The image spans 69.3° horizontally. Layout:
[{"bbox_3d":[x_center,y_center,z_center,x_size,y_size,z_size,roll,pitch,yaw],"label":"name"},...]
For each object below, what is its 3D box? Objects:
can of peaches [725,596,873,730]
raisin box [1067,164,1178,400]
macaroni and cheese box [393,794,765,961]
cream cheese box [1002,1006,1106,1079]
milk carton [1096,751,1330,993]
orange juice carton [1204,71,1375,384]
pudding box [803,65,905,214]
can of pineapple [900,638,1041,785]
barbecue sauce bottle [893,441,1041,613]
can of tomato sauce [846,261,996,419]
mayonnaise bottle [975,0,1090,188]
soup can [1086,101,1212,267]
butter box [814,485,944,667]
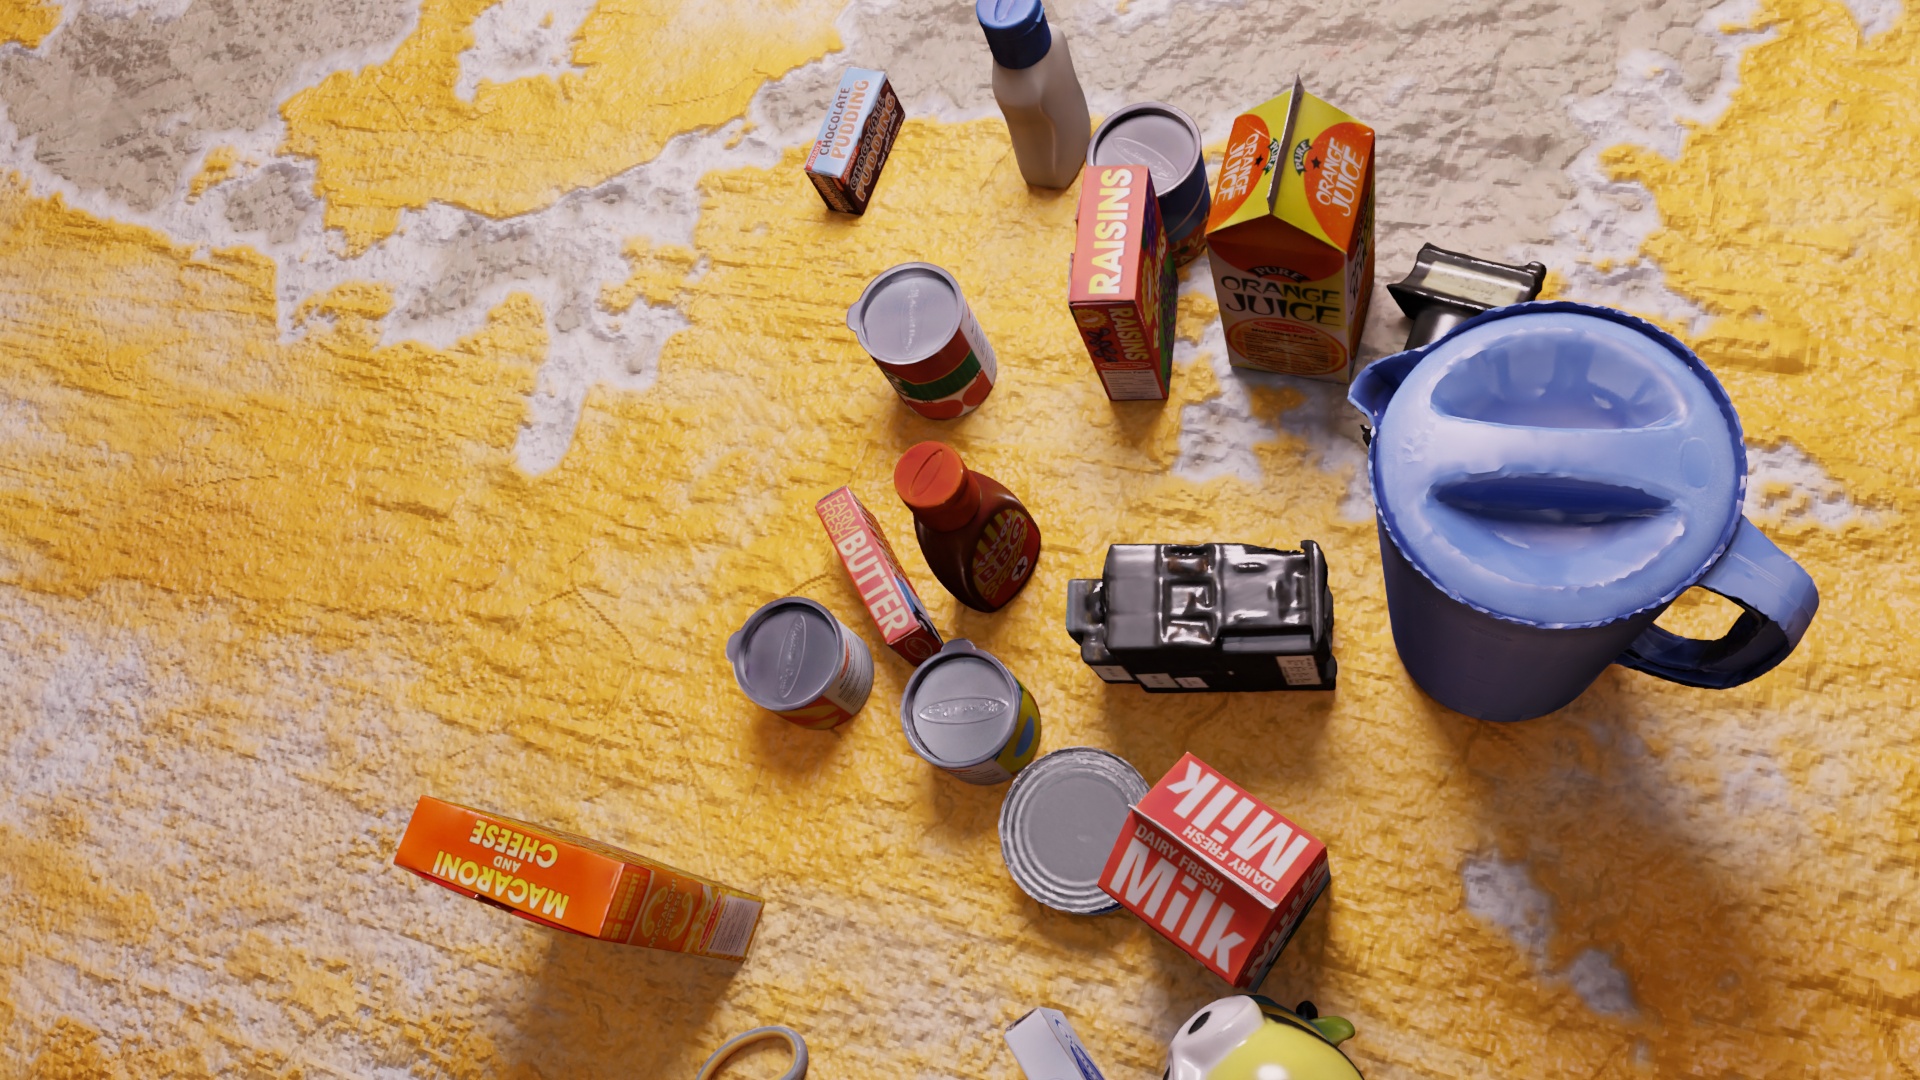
[{"bbox_3d":[-0.091,0.071,0.800,0.071,0.058,0.071,-5,69,14],"label":"can of peaches"},{"bbox_3d":[0.094,-0.144,0.790,0.040,0.123,0.086,2,72,17],"label":"raisin box"},{"bbox_3d":[-0.193,0.181,0.730,0.124,0.166,0.040,13,75,20],"label":"macaroni and cheese box"},{"bbox_3d":[0.063,0.280,0.681,0.024,0.053,0.104,-37,65,1],"label":"cream cheese box"},{"bbox_3d":[0.119,0.154,0.635,0.072,0.190,0.073,33,83,24],"label":"milk carton"},{"bbox_3d":[0.176,-0.159,0.734,0.073,0.192,0.072,12,75,20],"label":"orange juice carton"},{"bbox_3d":[-0.070,-0.266,0.924,0.030,0.049,0.084,16,76,21],"label":"pudding box"},{"bbox_3d":[0.008,0.096,0.763,0.071,0.057,0.071,-5,69,14],"label":"can of pineapple"},{"bbox_3d":[0.003,-0.009,0.753,0.044,0.148,0.065,29,81,23],"label":"barbecue sauce bottle"},{"bbox_3d":[-0.021,-0.118,0.836,0.071,0.083,0.071,-5,69,14],"label":"can of tomato sauce"},{"bbox_3d":[0.045,-0.277,0.840,0.041,0.147,0.065,13,75,20],"label":"mayonnaise bottle"},{"bbox_3d":[0.113,-0.208,0.830,0.071,0.083,0.071,-5,69,14],"label":"soup can"},{"bbox_3d":[-0.047,0.021,0.809,0.024,0.053,0.104,-31,65,4],"label":"butter box"}]
